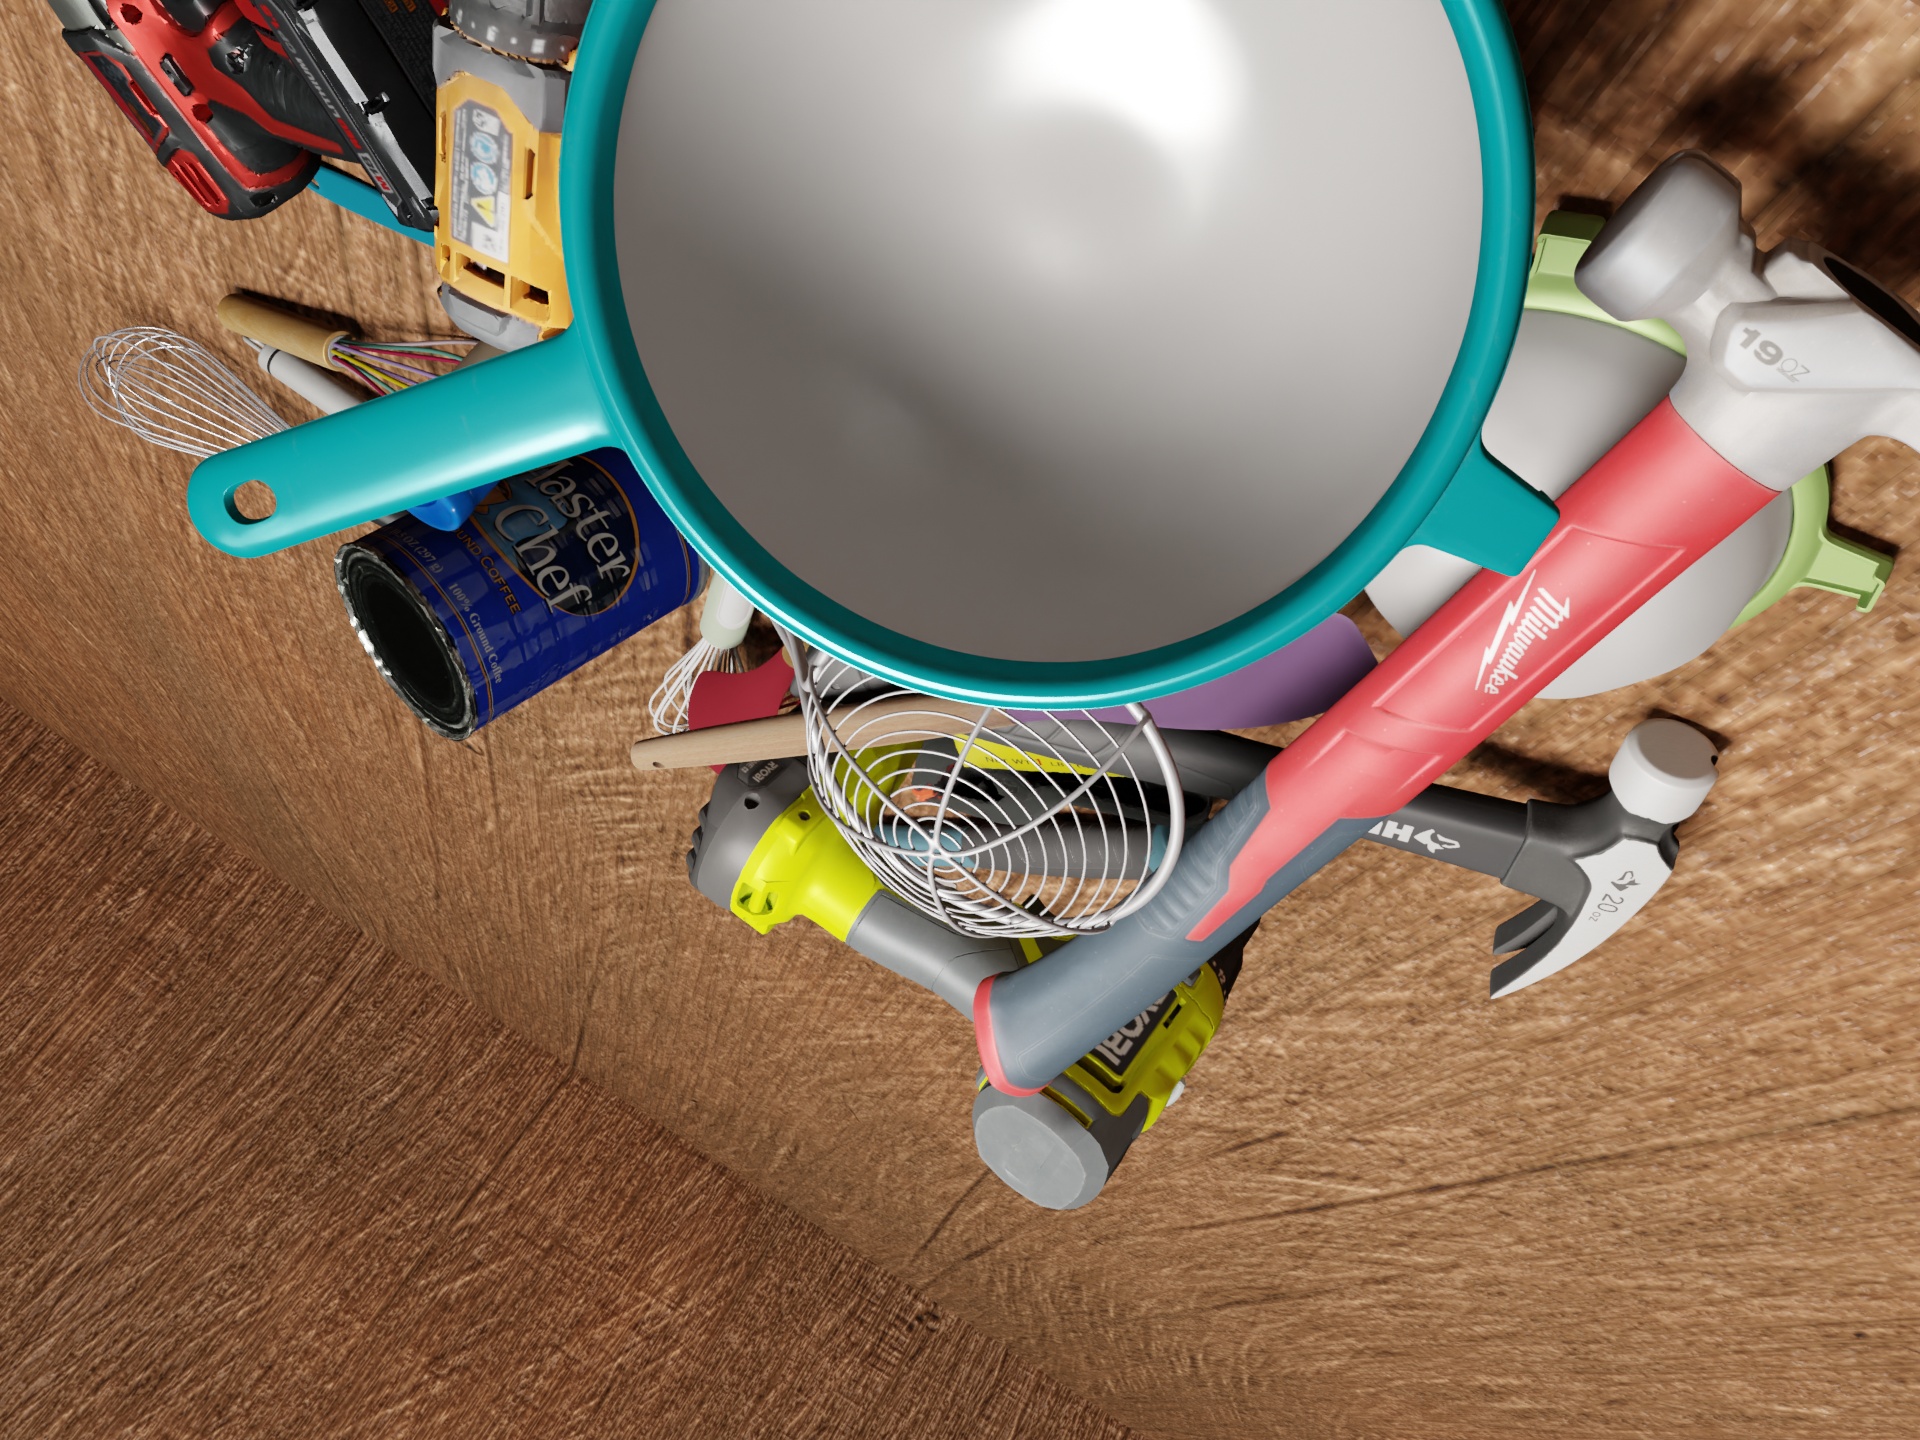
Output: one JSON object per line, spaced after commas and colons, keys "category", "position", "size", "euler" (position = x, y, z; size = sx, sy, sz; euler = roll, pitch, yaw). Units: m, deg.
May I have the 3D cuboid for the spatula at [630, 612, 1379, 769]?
{"category": "spatula", "position": [-0.001, -0.002, 0.592], "size": [0.316, 0.018, 0.059], "euler": [-7, 143, 31]}

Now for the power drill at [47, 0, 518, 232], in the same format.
{"category": "power drill", "position": [-0.270, -0.271, 0.587], "size": [0.227, 0.080, 0.187], "euler": [17, 150, 36]}

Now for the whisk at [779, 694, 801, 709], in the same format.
{"category": "whisk", "position": [-0.058, -0.008, 0.826], "size": [0.073, 0.073, 0.295], "euler": [36, 148, -7]}

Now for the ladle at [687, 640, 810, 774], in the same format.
{"category": "ladle", "position": [-0.065, -0.041, 0.748], "size": [0.069, 0.031, 0.315], "euler": [54, 141, 3]}

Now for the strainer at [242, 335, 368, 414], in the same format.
{"category": "strainer", "position": [-0.296, -0.146, 0.870], "size": [0.258, 0.050, 0.087], "euler": [34, -162, 10]}

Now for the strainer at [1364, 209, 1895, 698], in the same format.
{"category": "strainer", "position": [0.141, -0.044, 0.516], "size": [0.151, 0.069, 0.256], "euler": [41, 151, -17]}

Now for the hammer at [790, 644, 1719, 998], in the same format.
{"category": "hammer", "position": [0.094, 0.019, 0.615], "size": [0.335, 0.035, 0.146], "euler": [15, 140, 8]}

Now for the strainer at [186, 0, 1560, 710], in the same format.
{"category": "strainer", "position": [-0.037, -0.102, 0.399], "size": [0.340, 0.095, 0.211], "euler": [-13, 108, 20]}

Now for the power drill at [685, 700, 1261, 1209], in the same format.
{"category": "power drill", "position": [0.014, 0.078, 0.702], "size": [0.228, 0.190, 0.080], "euler": [36, 136, 12]}

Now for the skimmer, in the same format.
{"category": "skimmer", "position": [-0.048, -0.061, 0.584], "size": [0.364, 0.090, 0.127], "euler": [-125, 28, -43]}

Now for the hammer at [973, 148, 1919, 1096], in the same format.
{"category": "hammer", "position": [0.123, 0.029, 0.477], "size": [0.143, 0.038, 0.386], "euler": [39, 132, -1]}

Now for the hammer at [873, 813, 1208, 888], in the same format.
{"category": "hammer", "position": [0.018, 0.071, 0.898], "size": [0.331, 0.033, 0.128], "euler": [-4, 135, 51]}

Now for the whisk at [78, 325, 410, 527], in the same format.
{"category": "whisk", "position": [-0.391, -0.154, 0.953], "size": [0.284, 0.070, 0.070], "euler": [29, 154, -4]}

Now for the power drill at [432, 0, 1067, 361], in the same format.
{"category": "power drill", "position": [-0.065, -0.175, 0.492], "size": [0.226, 0.084, 0.185], "euler": [27, 131, 12]}

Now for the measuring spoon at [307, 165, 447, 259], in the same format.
{"category": "measuring spoon", "position": [-0.255, -0.219, 0.715], "size": [0.128, 0.021, 0.042], "euler": [27, 153, 9]}

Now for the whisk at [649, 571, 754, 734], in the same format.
{"category": "whisk", "position": [-0.128, -0.044, 0.851], "size": [0.057, 0.059, 0.246], "euler": [-3, 156, -19]}

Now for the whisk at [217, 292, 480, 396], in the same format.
{"category": "whisk", "position": [-0.300, -0.183, 0.814], "size": [0.245, 0.047, 0.051], "euler": [23, 141, 30]}
